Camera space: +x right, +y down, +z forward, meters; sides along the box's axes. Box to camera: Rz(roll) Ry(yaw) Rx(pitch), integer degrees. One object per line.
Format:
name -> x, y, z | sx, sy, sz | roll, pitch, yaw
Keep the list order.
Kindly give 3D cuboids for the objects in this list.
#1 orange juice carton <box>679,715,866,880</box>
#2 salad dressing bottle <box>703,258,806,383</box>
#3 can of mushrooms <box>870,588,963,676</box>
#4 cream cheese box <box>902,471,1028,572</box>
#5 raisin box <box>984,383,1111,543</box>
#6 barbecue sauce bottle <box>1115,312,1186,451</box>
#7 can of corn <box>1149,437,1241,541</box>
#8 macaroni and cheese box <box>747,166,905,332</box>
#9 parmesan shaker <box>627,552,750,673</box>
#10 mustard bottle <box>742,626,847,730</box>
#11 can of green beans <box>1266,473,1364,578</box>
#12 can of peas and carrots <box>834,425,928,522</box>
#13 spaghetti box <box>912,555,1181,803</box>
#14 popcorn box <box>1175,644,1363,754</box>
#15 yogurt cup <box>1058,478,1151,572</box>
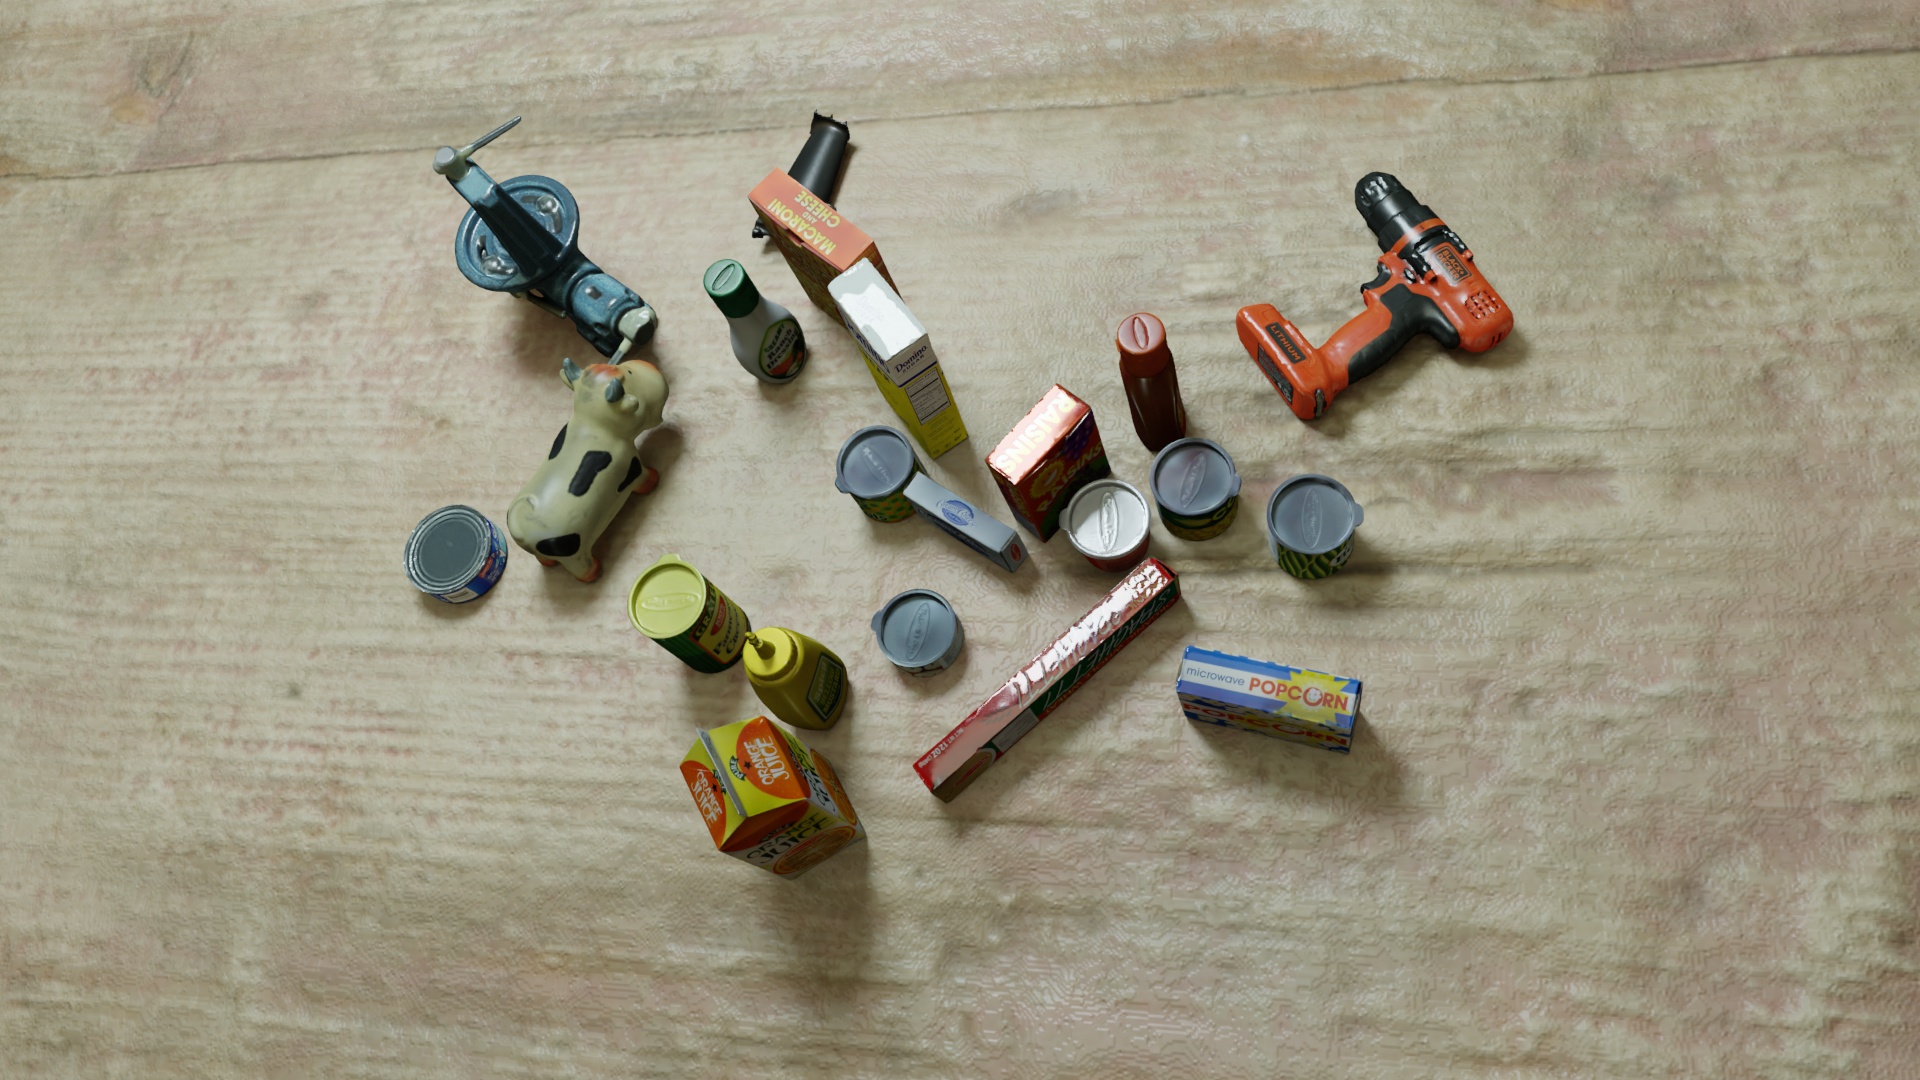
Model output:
orange juice carton -> -0.141, 0.187, 1.014 | 0.073, 0.192, 0.072 | -32, 65, 0
salad dressing bottle -> -0.178, -0.189, 1.201 | 0.044, 0.147, 0.064 | 31, 79, 23
can of mushrooms -> -0.035, 0.074, 1.121 | 0.071, 0.033, 0.071 | -5, 67, 12
cream cheese box -> 0.004, -0.014, 1.137 | 0.104, 0.053, 0.024 | 32, 79, 23
raisin box -> 0.071, -0.059, 1.100 | 0.040, 0.123, 0.086 | 41, 83, 24
barbecue sauce bottle -> 0.149, -0.127, 1.094 | 0.043, 0.148, 0.065 | -14, 66, 9
can of corn -> 0.188, -0.039, 1.099 | 0.071, 0.058, 0.071 | -5, 68, 12
macaroni and cheese box -> -0.104, -0.229, 1.189 | 0.124, 0.166, 0.040 | 41, 83, 24
parmesan shaker -> -0.218, 0.061, 1.134 | 0.071, 0.103, 0.071 | -5, 68, 12
mustard bottle -> -0.131, 0.100, 1.065 | 0.049, 0.159, 0.065 | 9, 71, 17
can of green beans -> 0.270, -0.010, 1.067 | 0.071, 0.057, 0.071 | -5, 68, 12
can of peas and carrots -> -0.066, -0.053, 1.167 | 0.071, 0.058, 0.071 | -5, 68, 12
spaghetti box -> 0.070, 0.107, 1.073 | 0.250, 0.050, 0.029 | -41, 65, -5
popcorn box -> 0.224, 0.116, 1.012 | 0.127, 0.085, 0.038 | 11, 72, 18
yogurt cup -> 0.120, -0.009, 1.106 | 0.072, 0.053, 0.072 | -5, 68, 12
